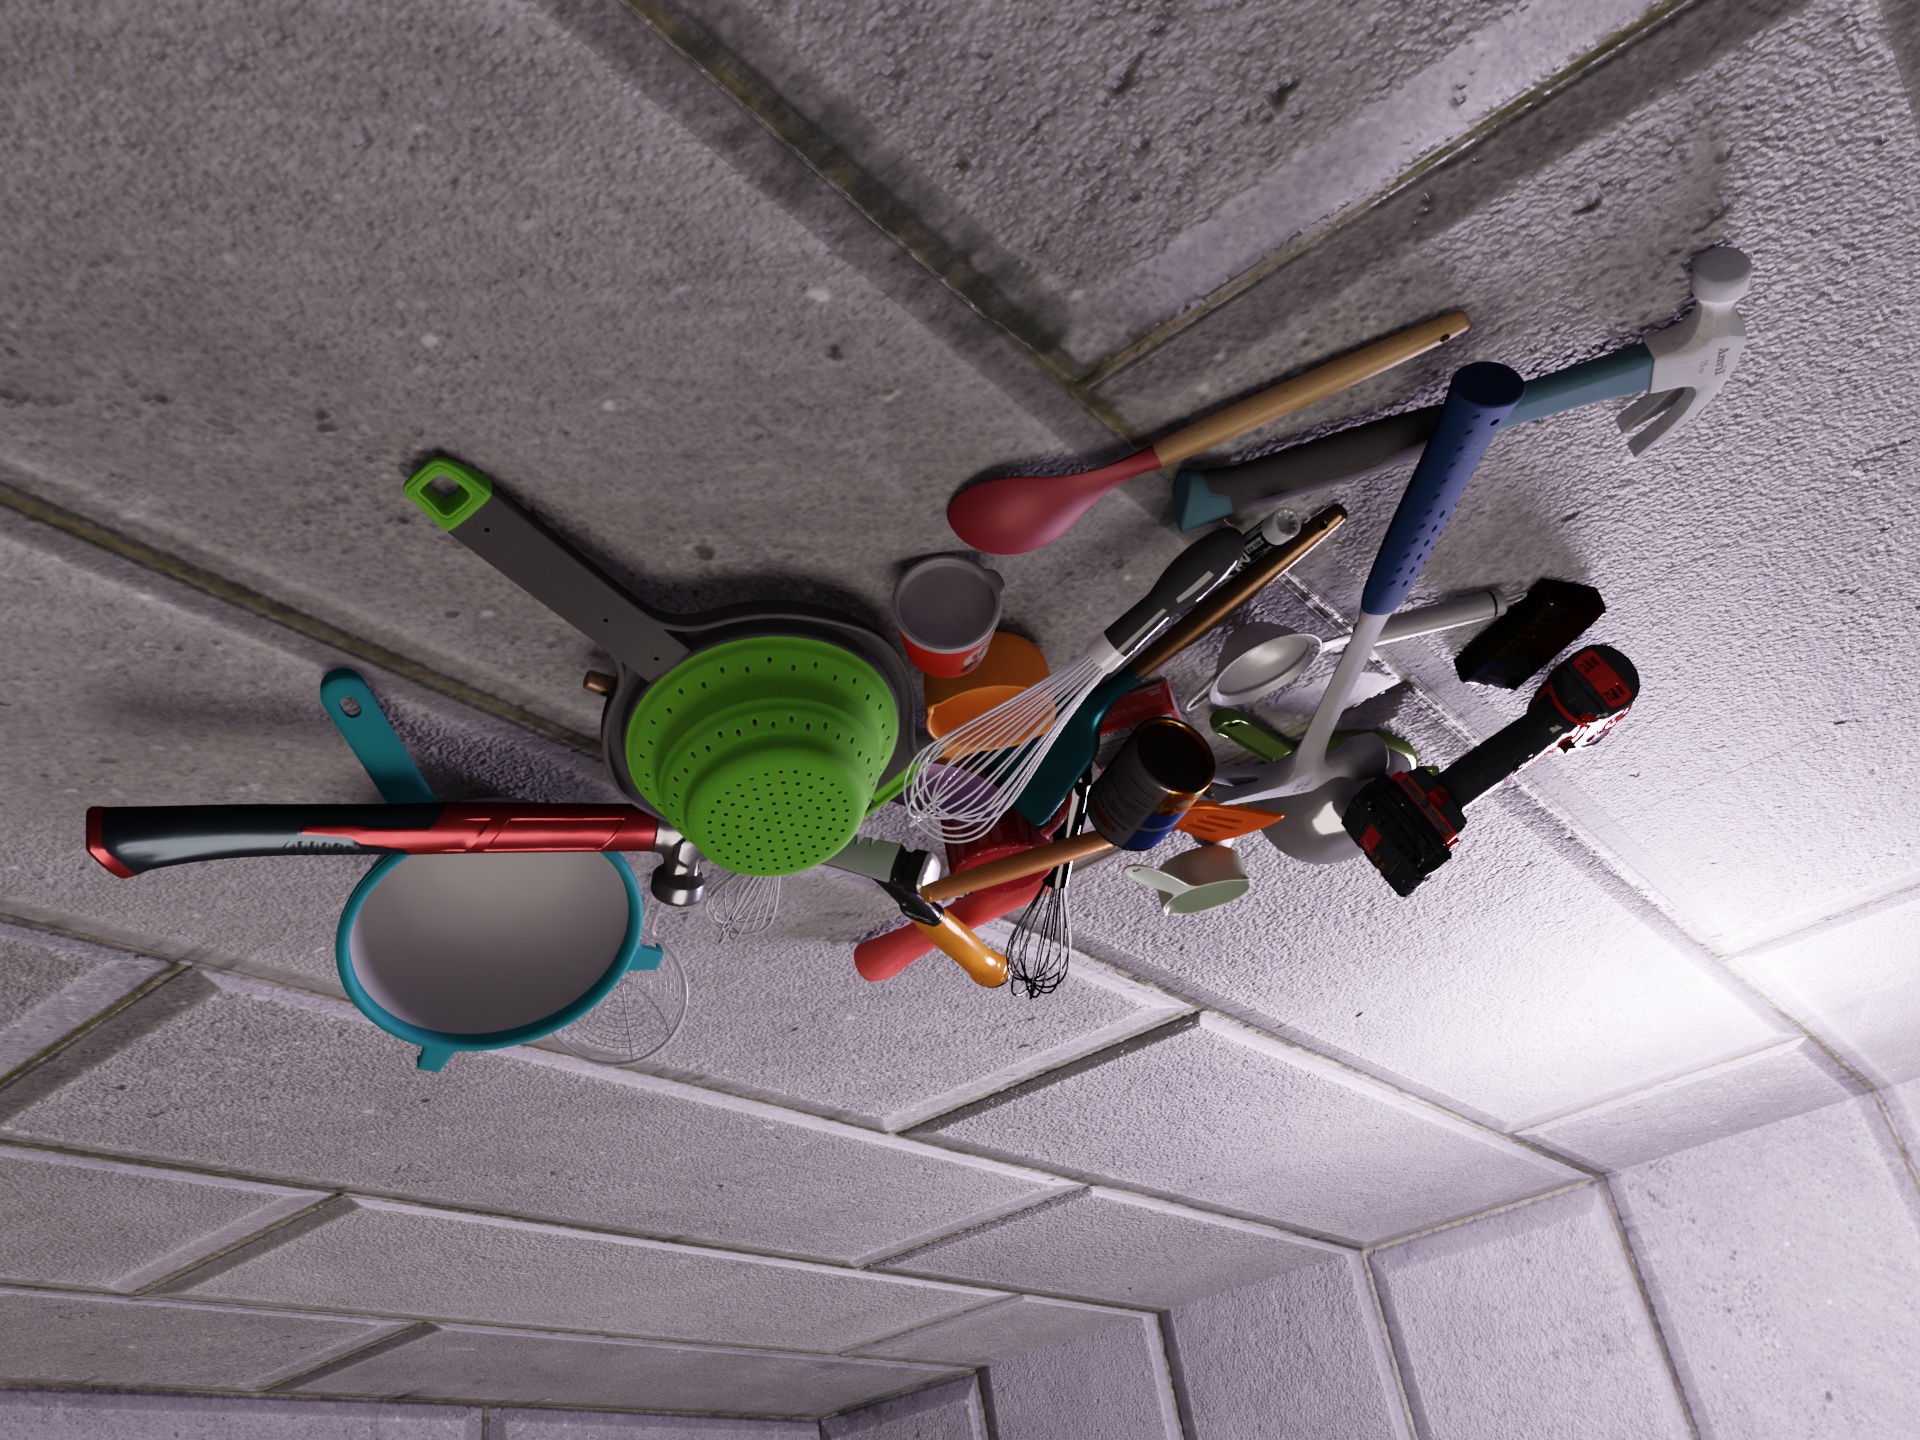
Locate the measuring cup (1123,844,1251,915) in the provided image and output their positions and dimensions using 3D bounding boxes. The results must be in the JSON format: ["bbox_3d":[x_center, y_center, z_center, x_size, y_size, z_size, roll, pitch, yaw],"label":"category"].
[{"bbox_3d":[0.173,0.119,1.281,0.083,0.038,0.167,-28,150,27],"label":"measuring cup"}]

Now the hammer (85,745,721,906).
[{"bbox_3d":[-0.342,0.056,1.022,0.386,0.038,0.143,2,114,-27],"label":"hammer"}]

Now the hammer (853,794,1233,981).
[{"bbox_3d":[0.048,0.140,1.358,0.359,0.037,0.149,-28,144,26],"label":"hammer"}]

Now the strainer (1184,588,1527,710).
[{"bbox_3d":[0.271,-0.059,1.104,0.258,0.050,0.086,-13,154,-5],"label":"strainer"}]

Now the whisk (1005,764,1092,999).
[{"bbox_3d":[0.073,0.127,1.266,0.055,0.055,0.238,0,121,-16],"label":"whisk"}]

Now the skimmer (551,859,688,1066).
[{"bbox_3d":[-0.247,0.153,1.244,0.127,0.090,0.363,29,138,-2],"label":"skimmer"}]

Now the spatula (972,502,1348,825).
[{"bbox_3d":[0.136,-0.044,1.080,0.317,0.082,0.044,-40,179,34],"label":"spatula"}]

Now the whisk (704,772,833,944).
[{"bbox_3d":[-0.145,0.102,1.237,0.058,0.059,0.246,28,134,-6],"label":"whisk"}]

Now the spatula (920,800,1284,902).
[{"bbox_3d":[0.105,0.098,1.180,0.322,0.041,0.081,-13,170,-36],"label":"spatula"}]

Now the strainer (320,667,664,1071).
[{"bbox_3d":[-0.360,0.083,1.116,0.211,0.095,0.340,-25,127,-8],"label":"strainer"}]

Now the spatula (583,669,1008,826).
[{"bbox_3d":[-0.104,0.019,1.079,0.315,0.018,0.059,19,138,-27],"label":"spatula"}]

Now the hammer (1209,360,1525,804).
[{"bbox_3d":[0.260,-0.065,1.016,0.144,0.035,0.405,-12,148,-14],"label":"hammer"}]

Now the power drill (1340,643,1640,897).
[{"bbox_3d":[0.401,0.035,1.198,0.219,0.079,0.143,-35,164,-3],"label":"power drill"}]

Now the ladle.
[{"bbox_3d":[0.137,-0.163,0.915,0.315,0.031,0.069,-22,147,16],"label":"ladle"}]

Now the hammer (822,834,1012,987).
[{"bbox_3d":[-0.031,0.156,1.269,0.127,0.034,0.336,12,161,23],"label":"hammer"}]

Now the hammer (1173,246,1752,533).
[{"bbox_3d":[0.284,-0.174,0.931,0.331,0.033,0.128,-16,147,9],"label":"hammer"}]

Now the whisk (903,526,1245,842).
[{"bbox_3d":[0.069,-0.022,0.999,0.284,0.070,0.070,-42,138,18],"label":"whisk"}]

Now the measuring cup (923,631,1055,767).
[{"bbox_3d":[-0.002,-0.004,1.106,0.095,0.052,0.173,10,149,-27],"label":"measuring cup"}]

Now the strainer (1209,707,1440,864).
[{"bbox_3d":[0.274,0.058,1.258,0.151,0.069,0.256,-29,145,28],"label":"strainer"}]

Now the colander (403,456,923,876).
[{"bbox_3d":[-0.167,-0.010,0.950,0.204,0.095,0.396,-35,132,16],"label":"colander"}]
